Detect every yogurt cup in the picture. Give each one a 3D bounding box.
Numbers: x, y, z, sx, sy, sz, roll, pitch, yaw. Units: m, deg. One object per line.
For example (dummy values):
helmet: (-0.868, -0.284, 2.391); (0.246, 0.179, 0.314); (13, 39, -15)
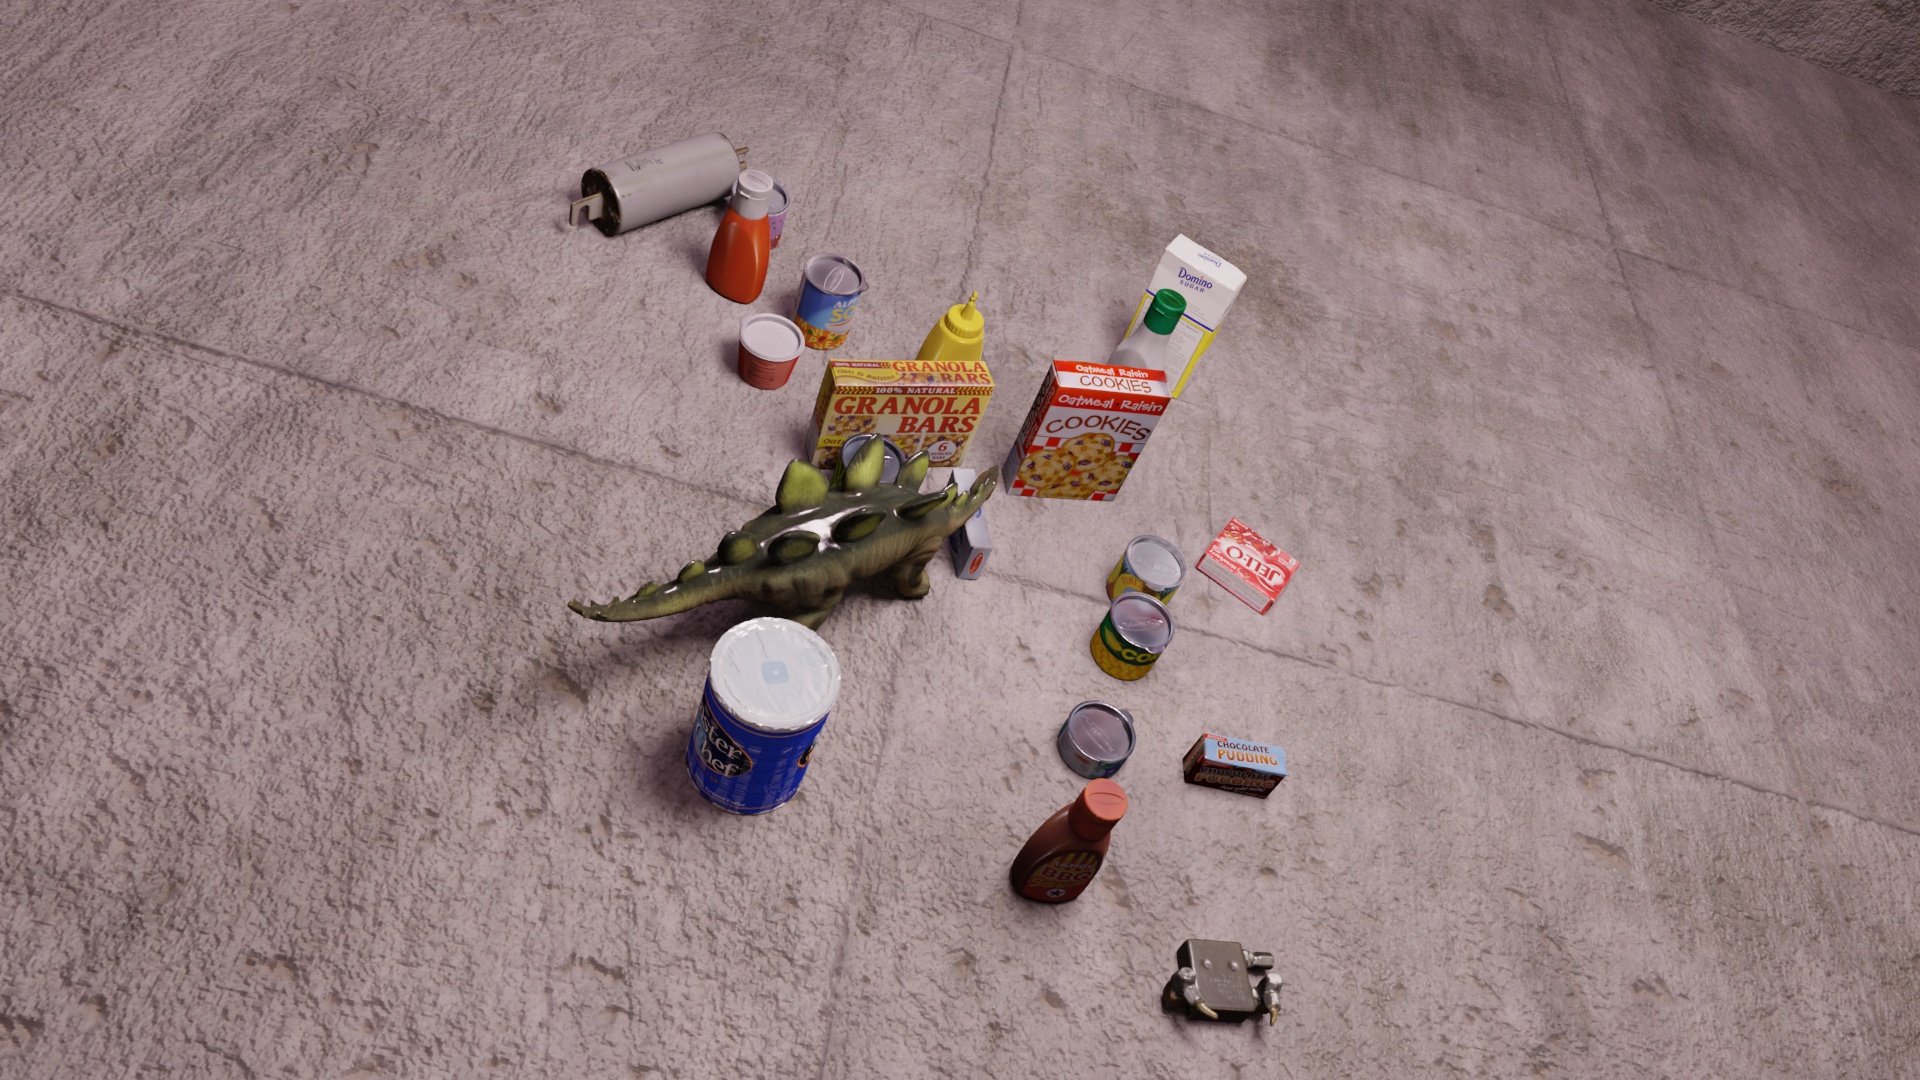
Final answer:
yogurt cup: (-0.201, -0.194, 1.449); (0.072, 0.053, 0.073); (11, 49, -12)

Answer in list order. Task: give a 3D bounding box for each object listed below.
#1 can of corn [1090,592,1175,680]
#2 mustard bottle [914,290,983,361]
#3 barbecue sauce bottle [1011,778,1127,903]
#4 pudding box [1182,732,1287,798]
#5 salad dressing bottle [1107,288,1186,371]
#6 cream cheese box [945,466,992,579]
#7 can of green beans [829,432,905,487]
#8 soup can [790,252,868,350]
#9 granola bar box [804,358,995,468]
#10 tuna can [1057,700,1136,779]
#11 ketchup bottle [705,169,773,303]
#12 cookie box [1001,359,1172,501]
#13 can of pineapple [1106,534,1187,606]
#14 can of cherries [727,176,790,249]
can of corn: (0.166, 0.095, 1.341); (0.071, 0.058, 0.071); (11, 49, -12)
mustard bottle: (-0.009, -0.197, 1.452); (0.065, 0.159, 0.049); (-7, 55, -26)
barbecue sauce bottle: (0.092, 0.244, 1.126); (0.065, 0.147, 0.044); (8, 49, -15)
pudding box: (0.254, 0.208, 1.285); (0.084, 0.049, 0.030); (13, 48, -10)
salad dressing bottle: (0.209, -0.217, 1.561); (0.064, 0.146, 0.044); (41, 49, 15)
cream cheese box: (0.005, -0.017, 1.378); (0.024, 0.053, 0.104); (2, 51, -19)
can of green beans: (-0.093, -0.063, 1.376); (0.071, 0.057, 0.071); (11, 49, -12)
soup can: (-0.143, -0.256, 1.503); (0.071, 0.083, 0.072); (11, 49, -12)
granola bar box: (-0.063, -0.127, 1.396); (0.166, 0.123, 0.039); (-2, 53, -23)
tuna can: (0.126, 0.181, 1.270); (0.071, 0.032, 0.071); (11, 49, -12)
ketchup bottle: (-0.231, -0.325, 1.483); (0.065, 0.148, 0.044); (31, 48, 6)
cookie box: (0.127, -0.111, 1.426); (0.123, 0.166, 0.040); (3, 51, -19)
can of pineapple: (0.186, 0.038, 1.397); (0.071, 0.057, 0.071); (11, 49, -12)
can of cherries: (-0.231, -0.373, 1.586); (0.071, 0.058, 0.072); (11, 49, -12)
